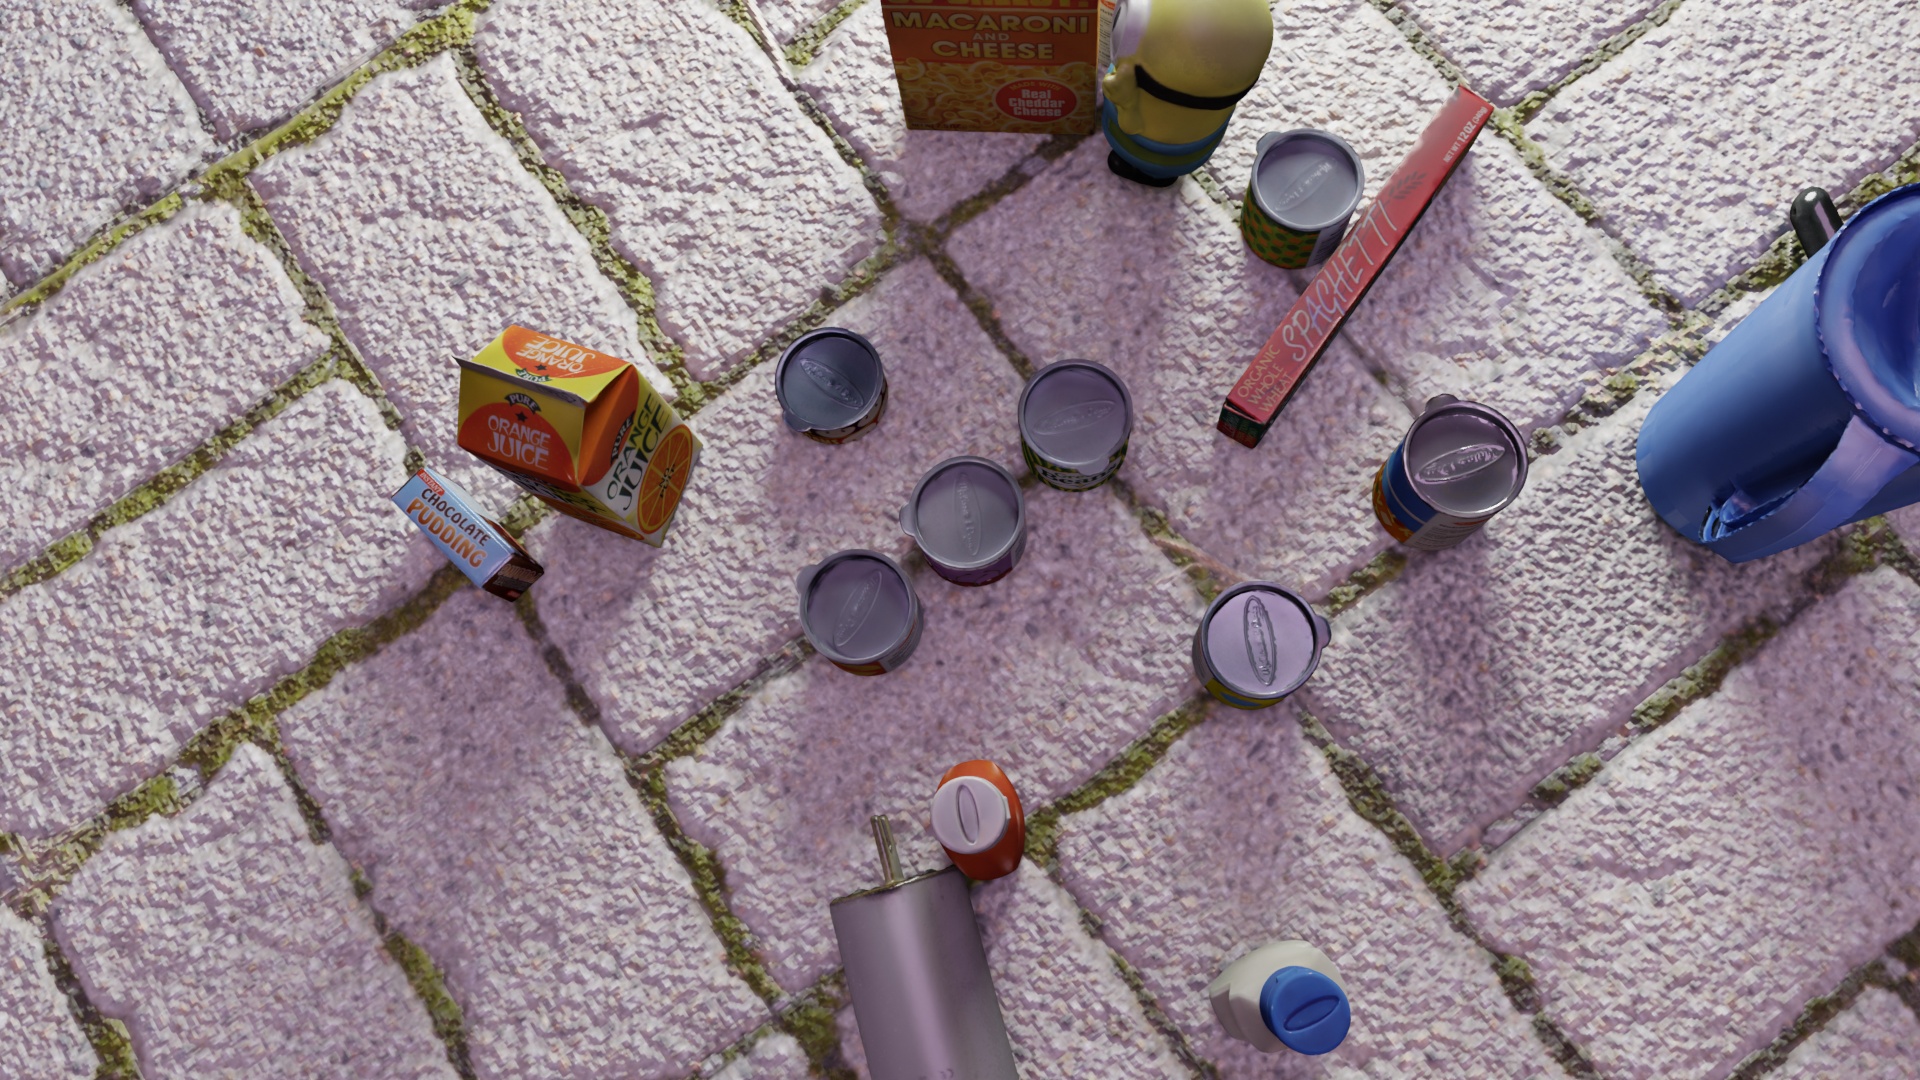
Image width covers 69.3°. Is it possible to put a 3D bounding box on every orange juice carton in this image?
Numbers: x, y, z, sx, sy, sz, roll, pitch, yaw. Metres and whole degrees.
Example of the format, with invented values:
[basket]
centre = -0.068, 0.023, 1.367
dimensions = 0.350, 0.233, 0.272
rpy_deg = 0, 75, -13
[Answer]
[orange juice carton]
centre = -0.211, -0.059, 0.768
dimensions = 0.072, 0.192, 0.073
rpy_deg = 19, 79, 8

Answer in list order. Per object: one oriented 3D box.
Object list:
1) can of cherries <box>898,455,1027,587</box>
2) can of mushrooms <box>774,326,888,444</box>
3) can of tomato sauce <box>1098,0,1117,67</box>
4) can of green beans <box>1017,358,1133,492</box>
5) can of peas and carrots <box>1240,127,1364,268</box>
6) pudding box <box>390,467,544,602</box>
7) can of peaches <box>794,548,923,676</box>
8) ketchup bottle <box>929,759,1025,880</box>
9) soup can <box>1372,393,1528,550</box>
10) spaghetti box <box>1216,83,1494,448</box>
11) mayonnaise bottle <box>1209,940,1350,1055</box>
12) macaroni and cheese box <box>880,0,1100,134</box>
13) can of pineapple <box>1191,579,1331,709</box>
[can of cherries]
centre = 0.003, -0.010, 0.809
dimensions = 0.071, 0.058, 0.071
rpy_deg = -1, 77, 4
[can of mushrooms]
centre = -0.080, -0.092, 0.848
dimensions = 0.071, 0.033, 0.071
rpy_deg = -1, 77, 4
[can of tomato sauce]
centre = 0.108, -0.347, 0.870
dimensions = 0.071, 0.083, 0.071
rpy_deg = -1, 77, 4
[can of green beans]
centre = 0.067, -0.066, 0.819
dimensions = 0.071, 0.057, 0.071
rpy_deg = -1, 77, 4
[can of peas and carrots]
centre = 0.204, -0.208, 0.842
dimensions = 0.071, 0.058, 0.071
rpy_deg = -1, 77, 4
[pudding box]
centre = -0.295, -0.003, 0.834
dimensions = 0.084, 0.049, 0.030
rpy_deg = 41, 83, 12
[can of peaches]
centre = -0.058, 0.041, 0.802
dimensions = 0.071, 0.058, 0.071
rpy_deg = -1, 77, 4
[ketchup bottle]
centre = 0.010, 0.145, 0.725
dimensions = 0.043, 0.148, 0.065
rpy_deg = -12, 76, 2
[soup can]
centre = 0.273, -0.037, 0.783
dimensions = 0.071, 0.083, 0.071
rpy_deg = -1, 77, 4
[spaghetti box]
centre = 0.236, -0.163, 0.834
dimensions = 0.029, 0.050, 0.250
rpy_deg = 35, 81, 11
[mayonnaise bottle]
centre = 0.162, 0.229, 0.694
dimensions = 0.065, 0.148, 0.041
rpy_deg = -28, 77, -2
[macaroni and cheese box]
centre = 0.020, -0.300, 0.822
dimensions = 0.124, 0.166, 0.040
rpy_deg = 3, 77, 5
[can of pineapple]
centre = 0.167, 0.060, 0.781
dimensions = 0.071, 0.057, 0.071
rpy_deg = -1, 77, 4
